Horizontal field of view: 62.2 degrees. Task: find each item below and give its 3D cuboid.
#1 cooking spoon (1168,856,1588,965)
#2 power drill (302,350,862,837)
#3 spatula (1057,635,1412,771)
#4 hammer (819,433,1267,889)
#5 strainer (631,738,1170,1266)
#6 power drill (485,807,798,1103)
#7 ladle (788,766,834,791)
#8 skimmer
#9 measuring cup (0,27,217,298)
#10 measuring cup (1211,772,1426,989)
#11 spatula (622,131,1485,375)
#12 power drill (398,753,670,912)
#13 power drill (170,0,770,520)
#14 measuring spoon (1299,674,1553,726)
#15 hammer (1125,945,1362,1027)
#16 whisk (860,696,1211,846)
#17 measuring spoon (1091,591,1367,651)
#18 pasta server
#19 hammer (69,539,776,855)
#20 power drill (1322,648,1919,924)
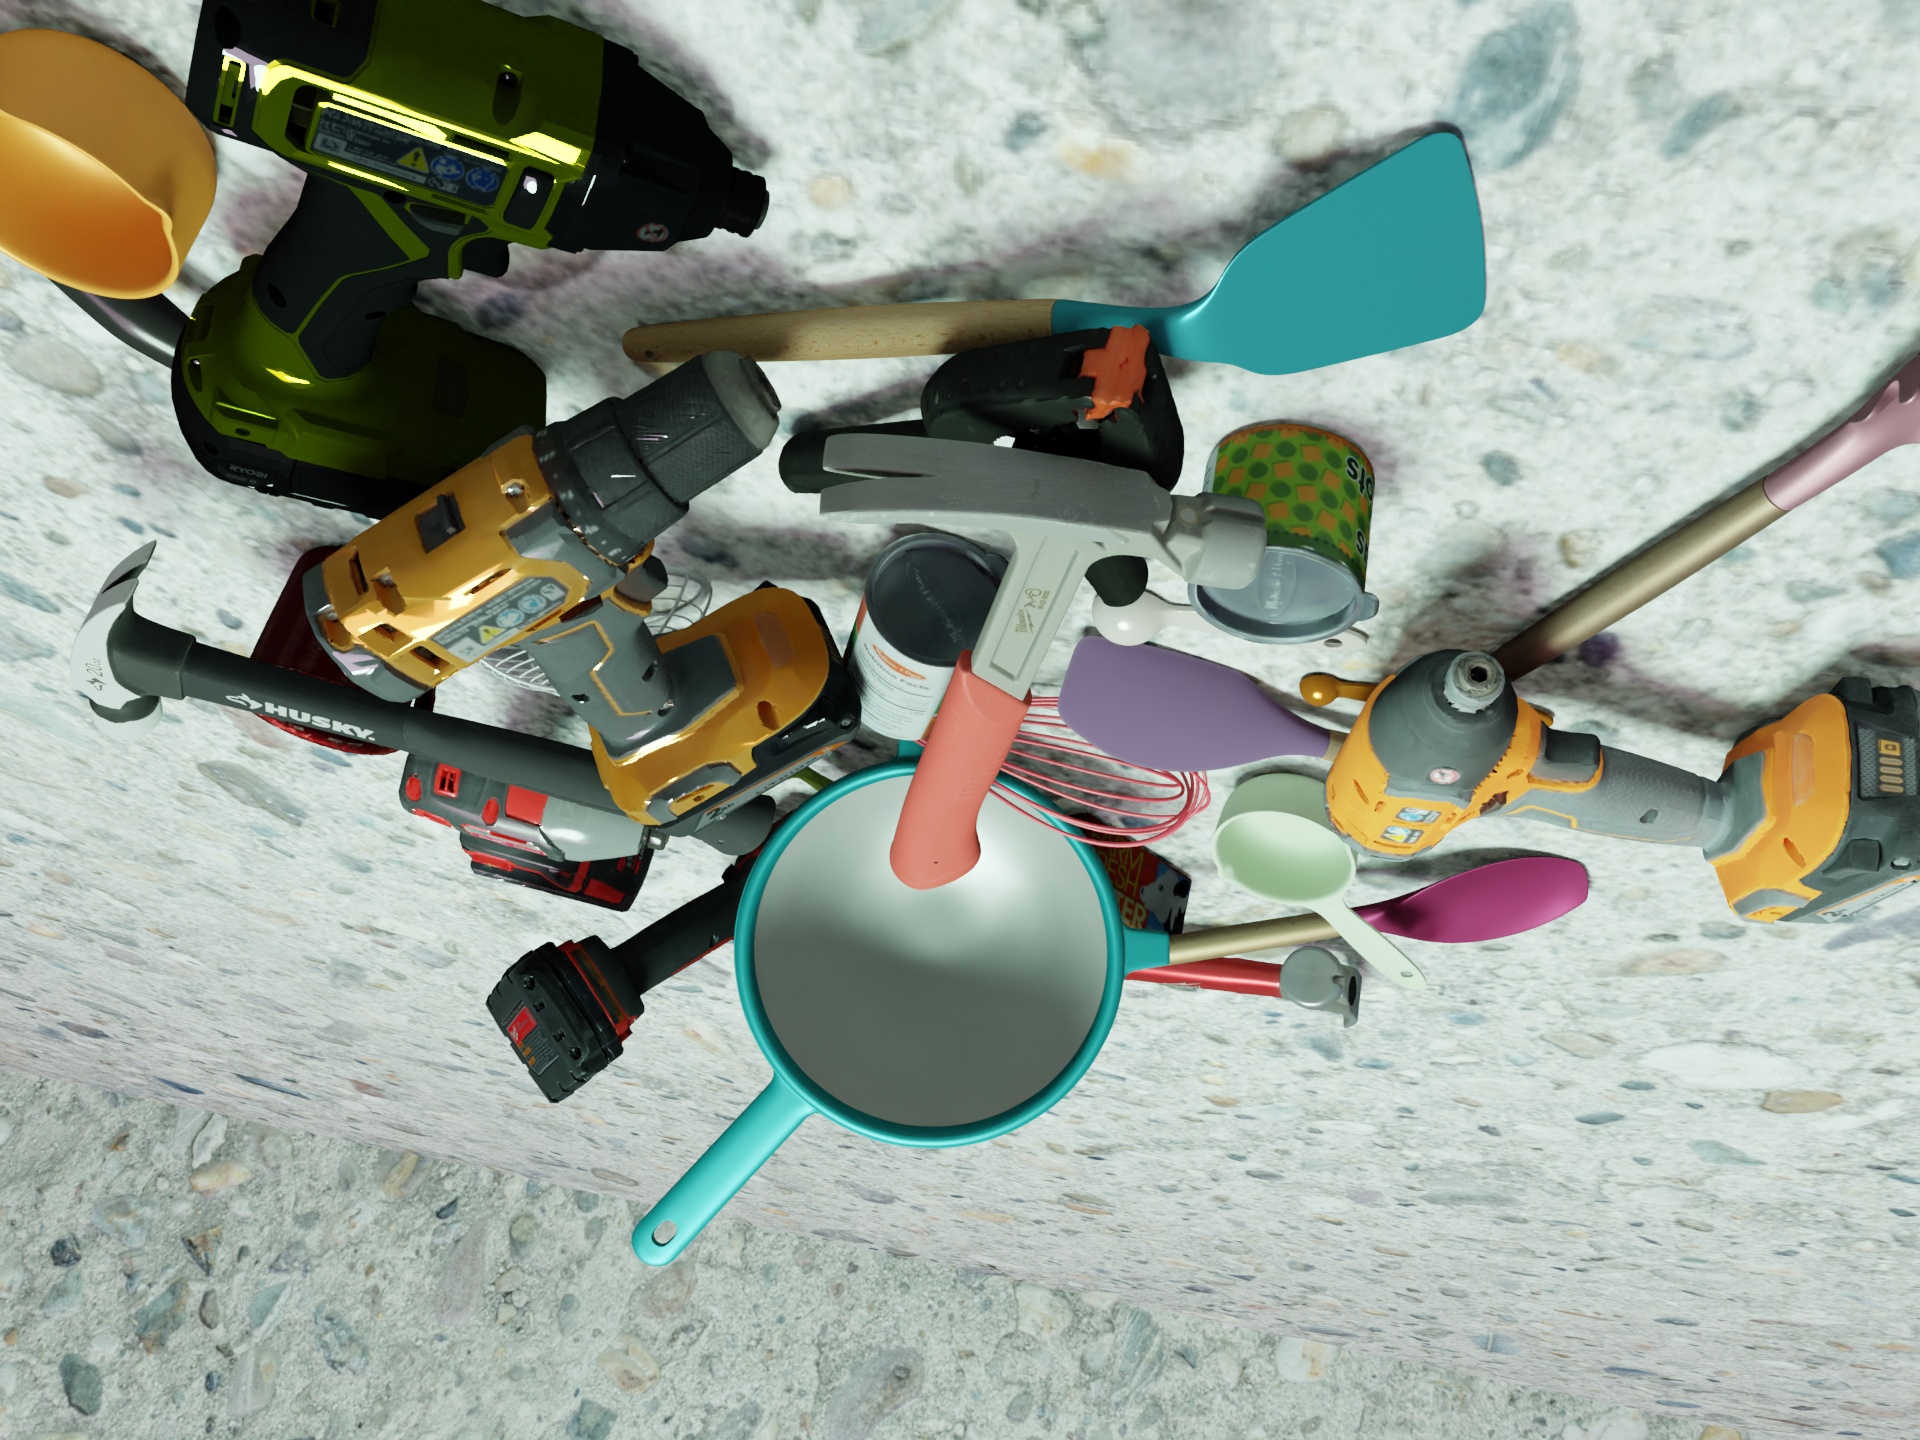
[{"bbox_3d":[0.194,0.120,0.915,0.319,0.017,0.068,-12,134,16],"label":"cooking spoon"},{"bbox_3d":[-0.120,-0.047,0.648,0.185,0.084,0.226,-31,151,9],"label":"power drill"},{"bbox_3d":[0.200,0.019,0.775,0.316,0.059,0.018,13,-163,-7],"label":"spatula"},{"bbox_3d":[-0.001,-0.002,0.674,0.149,0.037,0.359,7,155,-8],"label":"hammer"},{"bbox_3d":[-0.058,0.170,0.899,0.211,0.340,0.095,43,-175,1],"label":"strainer"},{"bbox_3d":[-0.181,0.145,1.013,0.080,0.227,0.188,55,148,4],"label":"power drill"},{"bbox_3d":[-0.048,0.072,0.965,0.319,0.062,0.078,29,-176,-36],"label":"ladle"},{"bbox_3d":[-0.264,-0.130,0.699,0.127,0.090,0.363,-18,130,38],"label":"skimmer"},{"bbox_3d":[-0.316,-0.219,0.525,0.095,0.052,0.173,7,151,12],"label":"measuring cup"},{"bbox_3d":[0.205,0.088,0.865,0.167,0.038,0.083,42,137,-24],"label":"measuring cup"},{"bbox_3d":[0.014,-0.145,0.555,0.317,0.044,0.082,4,153,27],"label":"spatula"},{"bbox_3d":[-0.236,0.057,0.936,0.143,0.078,0.219,16,167,-5],"label":"power drill"},{"bbox_3d":[-0.181,-0.154,0.554,0.171,0.080,0.223,12,153,-27],"label":"power drill"},{"bbox_3d":[0.217,-0.005,0.742,0.117,0.011,0.021,9,153,8],"label":"measuring spoon"},{"bbox_3d":[0.076,0.163,1.091,0.386,0.038,0.143,4,165,23],"label":"hammer"},{"bbox_3d":[-0.016,0.003,0.818,0.296,0.073,0.073,16,154,9],"label":"whisk"},{"bbox_3d":[0.120,-0.038,0.716,0.124,0.018,0.034,8,153,8],"label":"measuring spoon"},{"bbox_3d":[0.277,-0.063,0.577,0.060,0.040,0.316,11,156,-16],"label":"pasta server"},{"bbox_3d":[-0.253,0.006,0.775,0.334,0.035,0.146,17,148,-14],"label":"hammer"},{"bbox_3d":[0.278,0.022,0.665,0.226,0.084,0.164,7,160,6],"label":"power drill"}]
